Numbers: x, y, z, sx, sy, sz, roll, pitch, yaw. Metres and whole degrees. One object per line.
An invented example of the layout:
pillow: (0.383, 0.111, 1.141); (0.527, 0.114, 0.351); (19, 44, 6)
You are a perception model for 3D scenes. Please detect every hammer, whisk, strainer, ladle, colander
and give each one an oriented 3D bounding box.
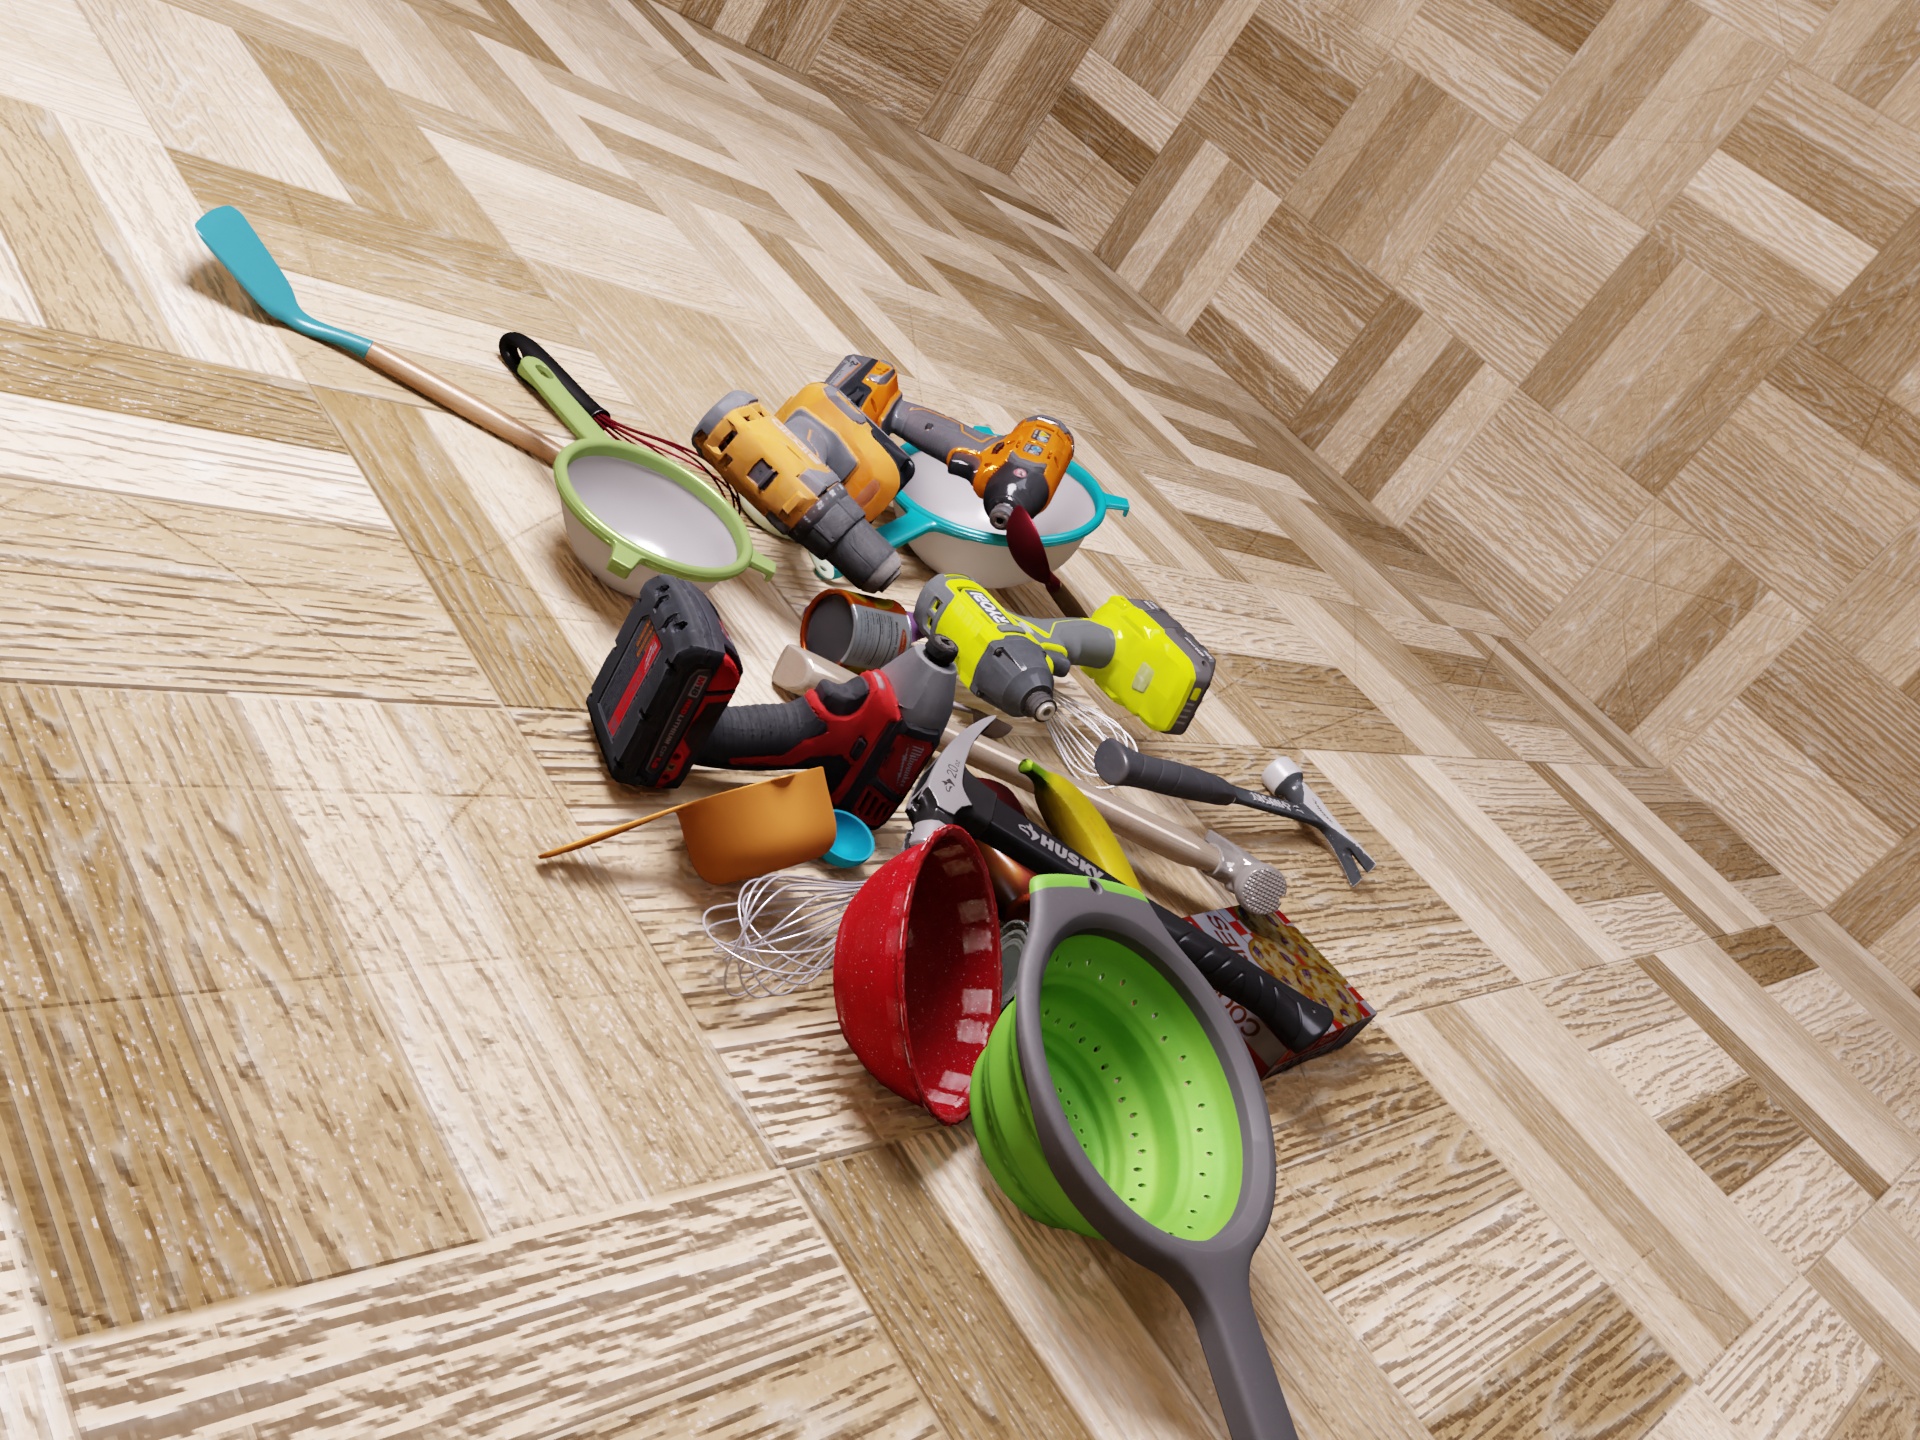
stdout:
hammer: (0.048, 0.039, 1.207); (0.410, 0.038, 0.146); (25, 4, -14)
whisk: (-0.274, -0.226, 1.258); (0.296, 0.073, 0.073); (41, 24, 23)
strainer: (-0.260, -0.164, 1.149); (0.151, 0.069, 0.257); (-5, 47, -52)
ladle: (0.091, -0.117, 1.445); (0.069, 0.031, 0.315); (65, 9, 20)
strainer: (-0.014, -0.163, 1.469); (0.211, 0.095, 0.340); (32, 42, 27)
whisk: (0.065, -0.028, 1.371); (0.247, 0.059, 0.057); (47, -11, 31)
whisk: (-0.062, 0.107, 0.944); (0.070, 0.070, 0.284); (43, 19, 15)
hammer: (0.235, 0.067, 1.373); (0.408, 0.036, 0.149); (15, 32, -52)
colander: (0.094, 0.278, 0.824); (0.204, 0.094, 0.397); (14, 50, -47)
hammer: (0.112, 0.121, 1.048); (0.334, 0.035, 0.146); (33, 35, -14)

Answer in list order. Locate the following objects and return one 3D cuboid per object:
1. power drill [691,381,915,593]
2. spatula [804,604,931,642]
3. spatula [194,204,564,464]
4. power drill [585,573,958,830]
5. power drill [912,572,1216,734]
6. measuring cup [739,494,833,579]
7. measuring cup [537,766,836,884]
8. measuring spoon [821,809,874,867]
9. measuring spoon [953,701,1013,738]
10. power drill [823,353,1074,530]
power drill: (-0.103, -0.188, 1.269); (0.185, 0.084, 0.226); (43, 18, -2)
spatula: (0.007, -0.081, 1.353); (0.315, 0.018, 0.060); (0, 44, -36)
spatula: (-0.407, -0.268, 1.173); (0.317, 0.044, 0.082); (29, 22, -18)
power drill: (-0.105, -0.010, 0.990); (0.219, 0.143, 0.079); (13, 30, -37)
power drill: (0.091, -0.048, 1.294); (0.223, 0.080, 0.171); (3, 32, -36)
measuring cup: (-0.140, -0.158, 1.338); (0.083, 0.038, 0.168); (18, 32, -36)
measuring cup: (-0.148, 0.072, 0.889); (0.173, 0.095, 0.052); (-17, 90, -34)
measuring spoon: (-0.113, 0.076, 0.985); (0.128, 0.021, 0.042); (5, 45, -35)
measuring spoon: (-0.002, -0.004, 1.244); (0.034, 0.018, 0.124); (27, 5, 37)
power drill: (-0.021, -0.242, 1.428); (0.226, 0.084, 0.164); (19, 38, 5)
